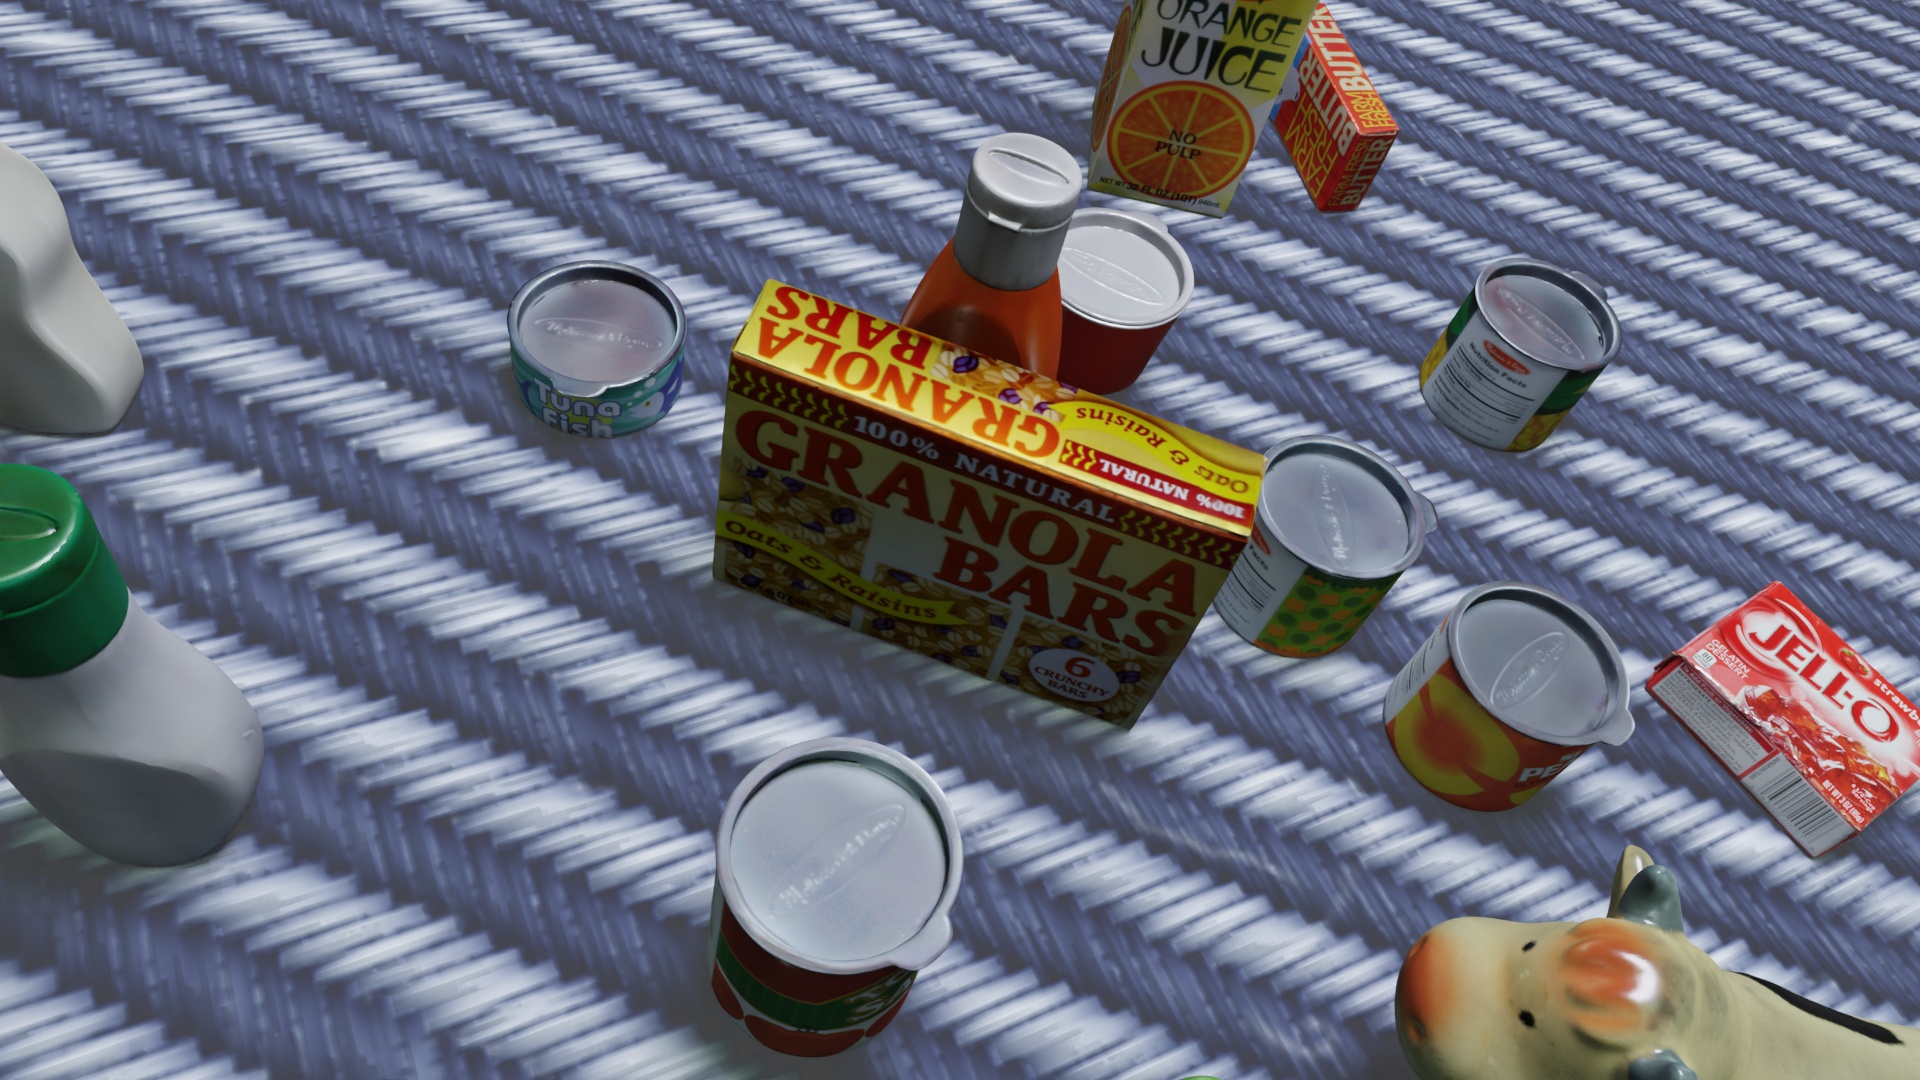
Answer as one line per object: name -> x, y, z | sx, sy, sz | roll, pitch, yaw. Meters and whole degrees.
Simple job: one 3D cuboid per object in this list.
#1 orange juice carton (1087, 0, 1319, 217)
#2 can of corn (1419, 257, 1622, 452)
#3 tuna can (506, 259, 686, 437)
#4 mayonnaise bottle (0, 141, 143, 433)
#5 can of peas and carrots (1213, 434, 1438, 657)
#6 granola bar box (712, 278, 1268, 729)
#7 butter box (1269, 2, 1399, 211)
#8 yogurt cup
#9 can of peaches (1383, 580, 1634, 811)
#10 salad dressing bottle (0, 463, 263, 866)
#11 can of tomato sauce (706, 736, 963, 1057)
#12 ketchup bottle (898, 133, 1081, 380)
orange juice carton -> 0.116, -0.246, 0.622 | 0.072, 0.191, 0.073 | 11, 53, -5
can of corn -> 0.249, -0.083, 0.619 | 0.071, 0.058, 0.071 | 6, 54, -9
tuna can -> -0.140, -0.072, 0.537 | 0.071, 0.032, 0.071 | 6, 54, -9
mayonnaise bottle -> -0.314, -0.095, 0.442 | 0.065, 0.147, 0.041 | 10, 54, -6
can of peas and carrots -> 0.136, 0.003, 0.531 | 0.071, 0.058, 0.071 | 6, 54, -9
granola bar box -> 0.002, -0.006, 0.465 | 0.166, 0.123, 0.039 | 20, 53, 1
butter box -> 0.184, -0.221, 0.707 | 0.024, 0.052, 0.104 | -5, 56, -16
yogurt cup -> 0.059, -0.099, 0.589 | 0.072, 0.053, 0.073 | 6, 54, -9
can of peaches -> 0.198, 0.059, 0.505 | 0.071, 0.057, 0.071 | 6, 54, -9
salad dressing bottle -> -0.228, 0.038, 0.366 | 0.064, 0.146, 0.044 | 5, 54, -9
can of tomato sauce -> -0.037, 0.106, 0.401 | 0.071, 0.082, 0.071 | 6, 54, -9
ketchup bottle -> 0.008, -0.077, 0.503 | 0.065, 0.148, 0.044 | 23, 53, 4
